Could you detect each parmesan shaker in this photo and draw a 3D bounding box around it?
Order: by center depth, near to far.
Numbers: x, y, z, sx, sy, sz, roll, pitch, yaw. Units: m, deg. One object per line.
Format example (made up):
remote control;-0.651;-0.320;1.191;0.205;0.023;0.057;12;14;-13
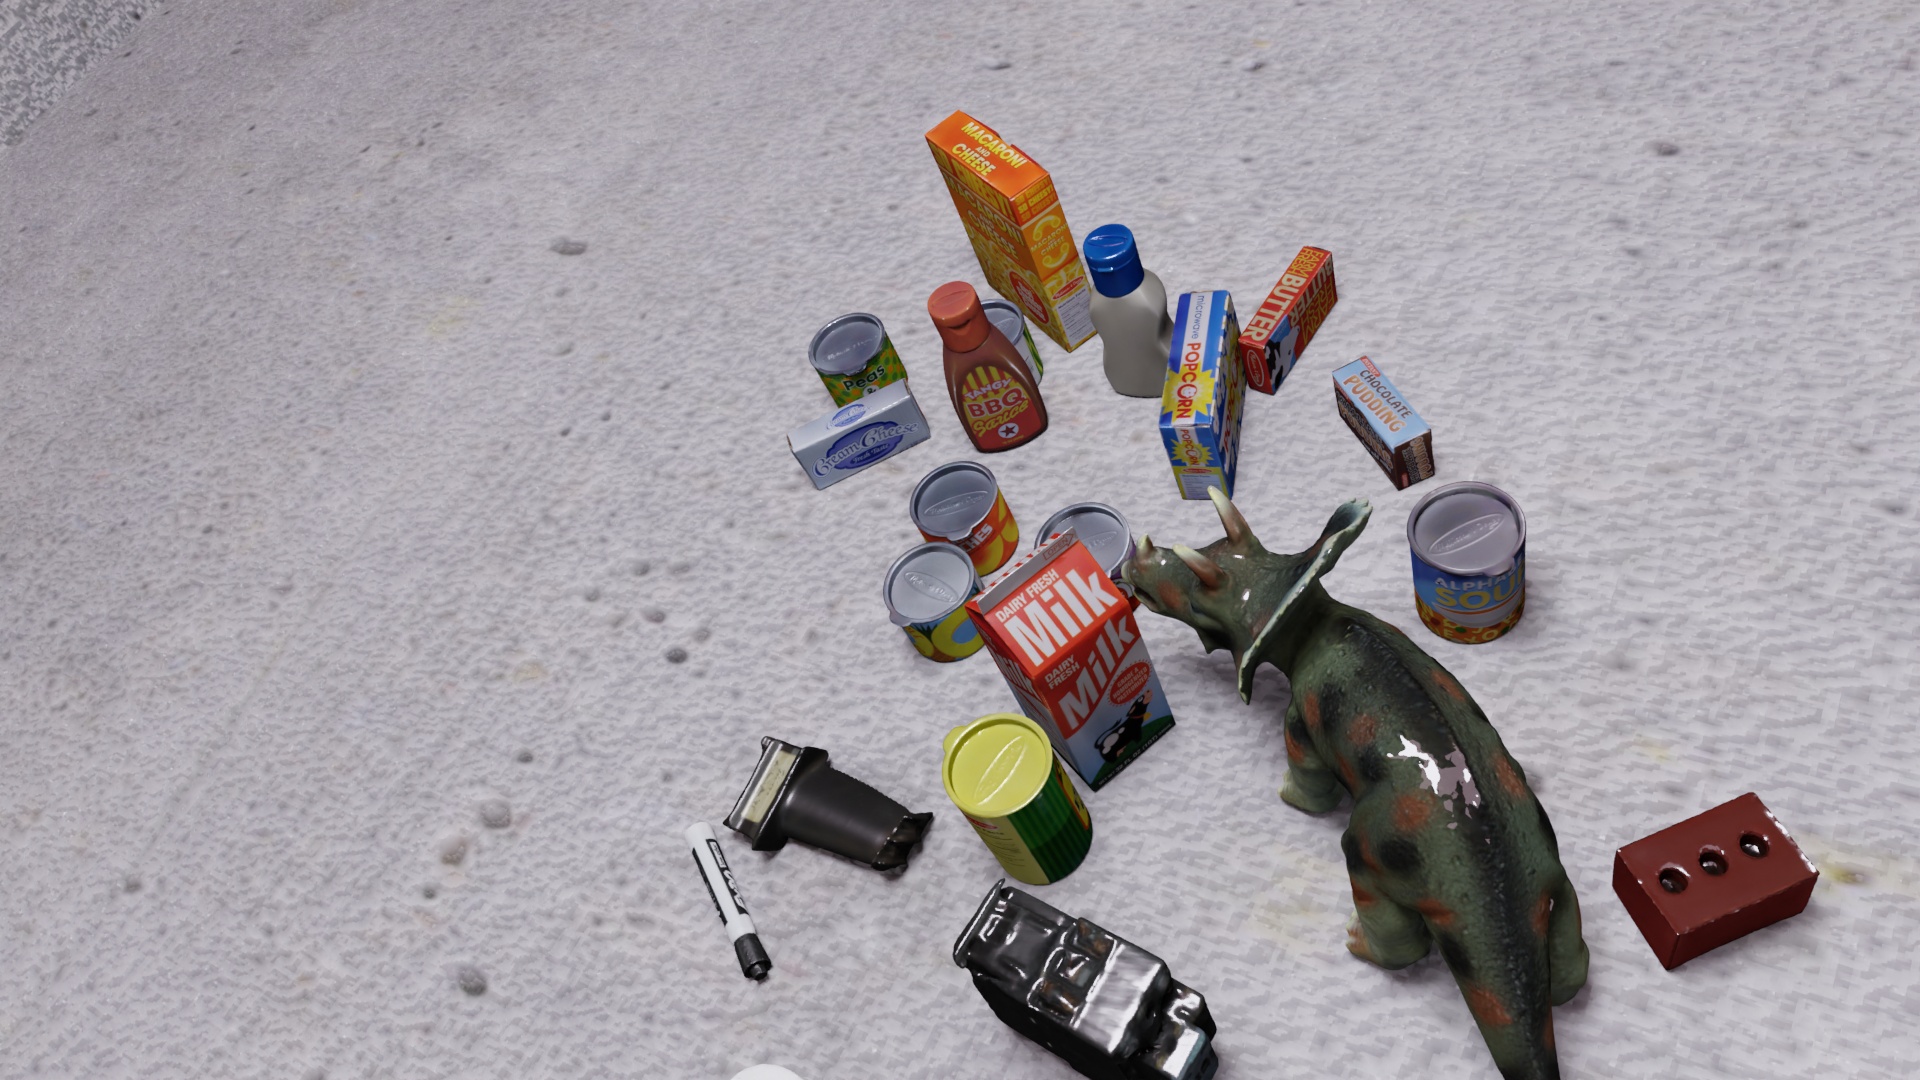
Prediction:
parmesan shaker;0.035;0.155;0.837;0.071;0.102;0.071;-11;52;14

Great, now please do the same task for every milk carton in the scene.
milk carton;0.064;0.066;0.835;0.072;0.189;0.073;-39;51;-8

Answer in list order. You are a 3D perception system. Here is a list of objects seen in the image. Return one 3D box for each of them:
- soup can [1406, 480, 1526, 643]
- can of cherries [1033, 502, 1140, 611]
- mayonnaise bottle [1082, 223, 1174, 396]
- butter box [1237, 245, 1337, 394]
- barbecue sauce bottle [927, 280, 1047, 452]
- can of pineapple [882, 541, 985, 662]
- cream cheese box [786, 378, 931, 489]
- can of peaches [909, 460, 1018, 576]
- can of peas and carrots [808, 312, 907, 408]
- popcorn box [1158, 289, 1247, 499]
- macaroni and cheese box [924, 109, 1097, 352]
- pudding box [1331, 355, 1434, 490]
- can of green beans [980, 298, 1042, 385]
soup can;0.309;0.017;0.843;0.071;0.083;0.072;-11;52;14
can of cherries;0.090;0.019;0.946;0.071;0.058;0.072;-11;52;14
mayonnaise bottle;0.124;-0.165;1.010;0.065;0.147;0.041;2;56;23
butter box;0.242;-0.163;1.024;0.024;0.053;0.104;23;66;34
barbecue sauce bottle;0.016;-0.128;1.026;0.065;0.148;0.044;-20;51;8
can of pineapple;-0.015;0.045;0.969;0.071;0.057;0.071;-11;52;14
cream cheese box;-0.079;-0.083;1.092;0.104;0.053;0.024;-25;50;3
can of peaches;0.004;-0.013;1.004;0.071;0.057;0.071;-11;52;14
can of peas and carrots;-0.082;-0.141;1.134;0.071;0.058;0.071;-11;52;14
popcorn box;0.174;-0.104;0.986;0.038;0.085;0.127;-1;55;22
macaroni and cheese box;0.044;-0.241;1.088;0.040;0.165;0.124;-37;50;-7
pudding box;0.288;-0.081;0.946;0.030;0.049;0.084;-27;50;2
can of green beans;0.027;-0.147;1.095;0.071;0.057;0.071;-11;52;14
